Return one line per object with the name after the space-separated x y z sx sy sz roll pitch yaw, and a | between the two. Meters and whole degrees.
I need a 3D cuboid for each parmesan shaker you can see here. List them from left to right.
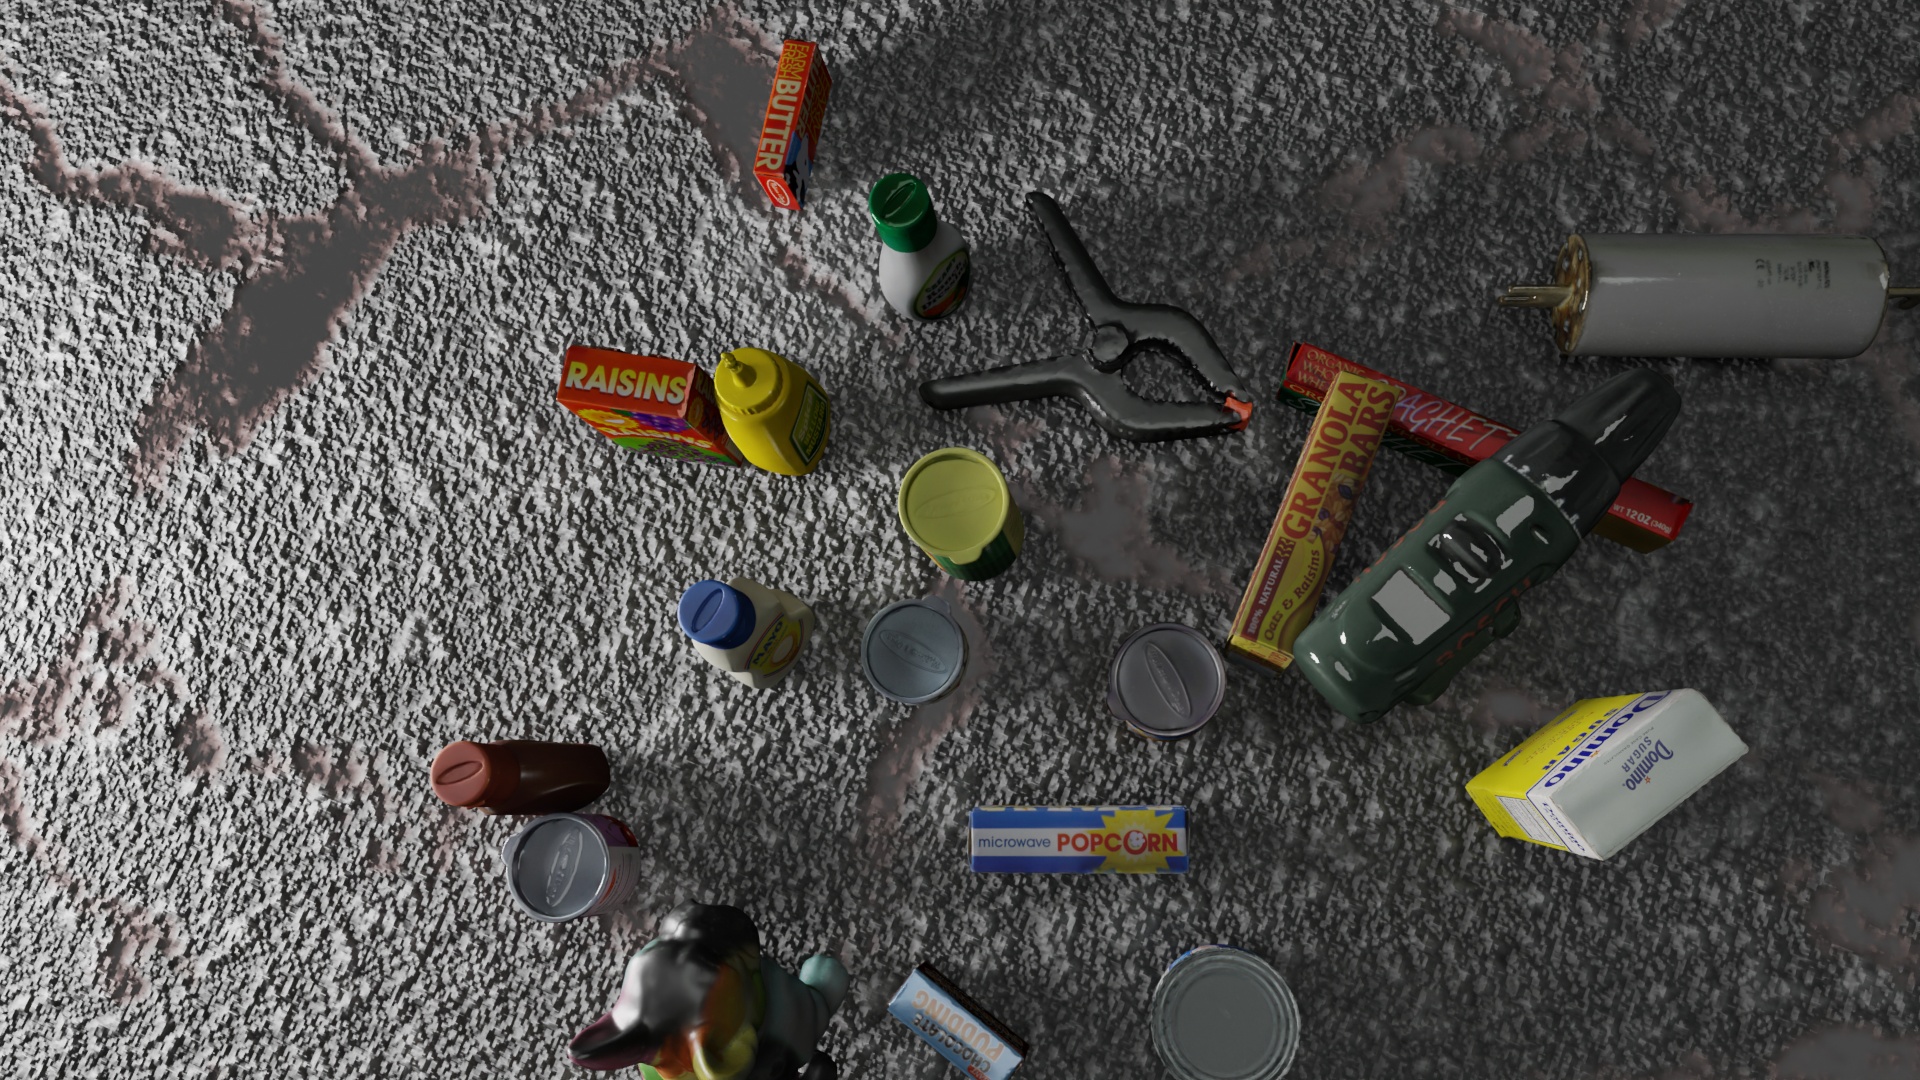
0.003 -0.011 0.864 0.071 0.103 0.071 -1 79 7 | parmesan shaker

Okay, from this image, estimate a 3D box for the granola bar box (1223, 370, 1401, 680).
0.205 -0.005 0.825 0.039 0.124 0.165 22 82 11 | granola bar box

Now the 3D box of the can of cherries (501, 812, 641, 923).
-0.244 0.203 0.875 0.071 0.058 0.071 -1 79 7 | can of cherries

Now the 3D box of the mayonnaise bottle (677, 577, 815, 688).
-0.131 0.054 0.845 0.041 0.148 0.065 32 85 12 | mayonnaise bottle

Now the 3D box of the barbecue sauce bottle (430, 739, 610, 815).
-0.269 0.144 0.845 0.065 0.148 0.044 -20 77 4 | barbecue sauce bottle

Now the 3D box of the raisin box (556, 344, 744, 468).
-0.193 -0.085 0.895 0.086 0.123 0.040 10 81 9 | raisin box

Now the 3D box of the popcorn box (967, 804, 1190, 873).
0.072 0.177 0.825 0.127 0.085 0.038 -2 79 7 | popcorn box

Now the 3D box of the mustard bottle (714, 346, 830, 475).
-0.120 -0.085 0.866 0.049 0.160 0.065 13 81 10 | mustard bottle

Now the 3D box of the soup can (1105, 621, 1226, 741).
0.122 0.088 0.838 0.071 0.083 0.071 -1 79 7 | soup can

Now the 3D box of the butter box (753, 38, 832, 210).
-0.116 -0.288 0.962 0.024 0.053 0.103 10 80 9 | butter box

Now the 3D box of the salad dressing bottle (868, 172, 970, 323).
-0.027 -0.184 0.881 0.044 0.147 0.064 42 87 13 | salad dressing bottle

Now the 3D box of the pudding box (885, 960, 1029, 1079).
-0.001 0.291 0.830 0.084 0.049 0.030 36 86 13 | pudding box

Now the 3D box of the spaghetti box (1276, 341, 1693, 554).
0.316 -0.058 0.859 0.250 0.050 0.029 25 83 12 | spaghetti box

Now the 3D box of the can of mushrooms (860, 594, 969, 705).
-0.027 0.070 0.887 0.071 0.033 0.071 -1 78 7 | can of mushrooms
